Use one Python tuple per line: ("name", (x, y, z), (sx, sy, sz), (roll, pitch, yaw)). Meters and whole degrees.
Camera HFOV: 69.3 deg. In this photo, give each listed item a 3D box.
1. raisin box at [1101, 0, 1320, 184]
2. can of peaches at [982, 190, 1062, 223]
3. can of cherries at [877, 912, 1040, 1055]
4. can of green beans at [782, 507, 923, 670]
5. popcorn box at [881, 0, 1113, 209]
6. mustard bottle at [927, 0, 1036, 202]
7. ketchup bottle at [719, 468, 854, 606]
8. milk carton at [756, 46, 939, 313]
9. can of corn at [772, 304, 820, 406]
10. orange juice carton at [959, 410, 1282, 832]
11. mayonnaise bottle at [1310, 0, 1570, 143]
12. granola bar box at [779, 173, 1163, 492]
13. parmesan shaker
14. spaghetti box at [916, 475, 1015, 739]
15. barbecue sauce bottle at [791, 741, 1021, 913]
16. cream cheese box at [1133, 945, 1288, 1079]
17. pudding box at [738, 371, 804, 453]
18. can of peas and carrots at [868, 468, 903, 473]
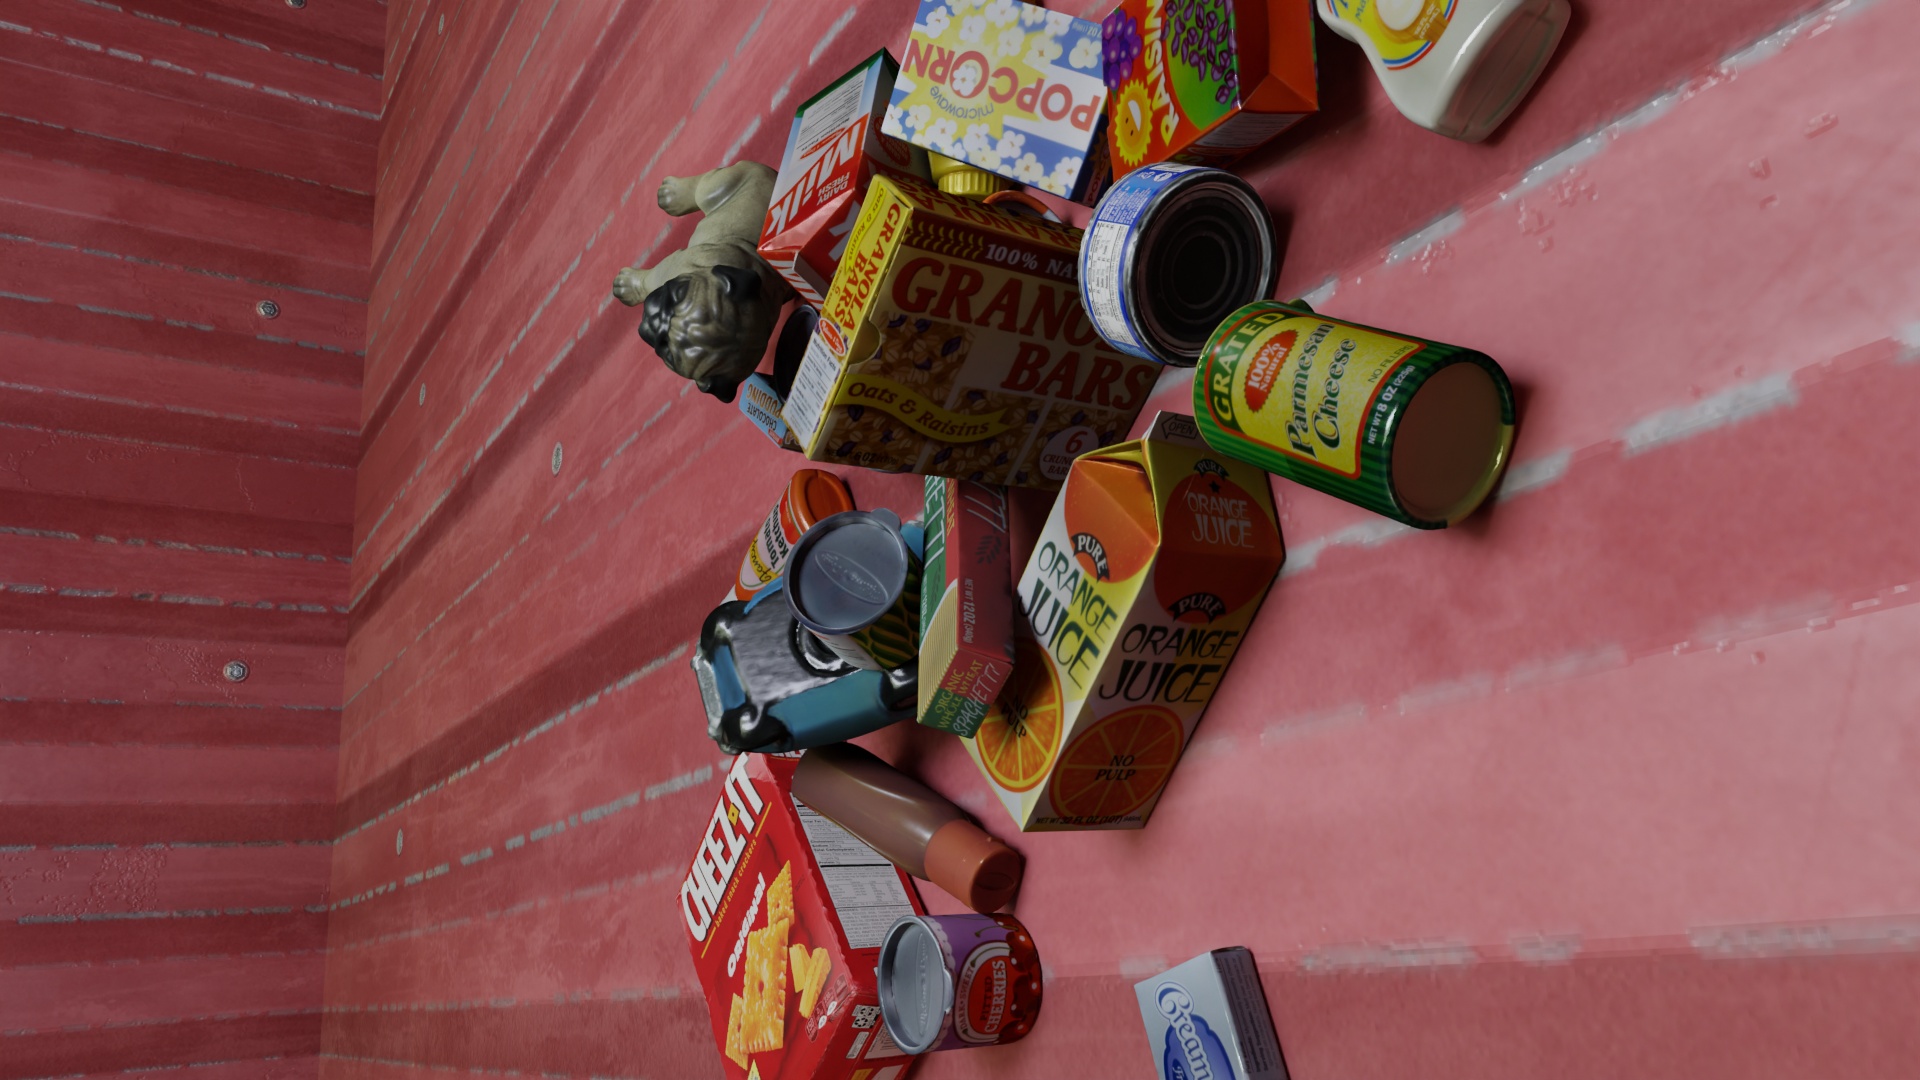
("raisin box", (0.104, -0.208, 0.606), (0.123, 0.040, 0.086), (173, 93, -73))
("can of peaches", (0.019, -0.142, 0.733), (0.058, 0.071, 0.071), (-29, 60, 50))
("can of cherries", (0.000, 0.223, 0.700), (0.071, 0.058, 0.071), (-19, 67, 54))
("can of green beans", (-0.049, 0.026, 0.705), (0.071, 0.057, 0.071), (-7, 64, 15))
("popcorn box", (0.028, -0.232, 0.719), (0.127, 0.038, 0.085), (27, 107, 27))
("mustard bottle", (0.009, -0.239, 0.787), (0.065, 0.049, 0.160), (-2, 83, 52))
("ketchup bottle", (-0.122, 0.018, 0.944), (0.148, 0.043, 0.065), (-49, 46, 41))
("milk carton", (-0.058, -0.189, 0.788), (0.073, 0.072, 0.191), (-25, 39, 29))
("can of corn", (-0.079, -0.110, 0.889), (0.071, 0.058, 0.071), (-16, 70, 55))
("orange juice carton", (0.074, 0.032, 0.611), (0.073, 0.072, 0.191), (51, 126, 48))
("mayonnaise bottle", (0.170, -0.218, 0.541), (0.064, 0.041, 0.149), (-61, 38, 35))
("granola bar box", (0.016, -0.087, 0.638), (0.039, 0.166, 0.123), (54, 128, 44))
("parmesan shaker", (0.147, -0.052, 0.522), (0.103, 0.071, 0.071), (30, 109, 55))
("spaghetti box", (0.002, -0.009, 0.689), (0.251, 0.029, 0.050), (-90, 22, -53))
("barbecue sauce bottle", (-0.028, 0.155, 0.758), (0.148, 0.065, 0.043), (21, 90, 48))
("cream cheese box", (0.108, 0.224, 0.565), (0.053, 0.024, 0.104), (-44, 49, 42))
("pudding box", (-0.113, -0.086, 0.945), (0.084, 0.050, 0.030), (42, 117, 52))
("can of peas and carrots", (-0.045, -0.083, 0.825), (0.058, 0.071, 0.071), (-61, 38, 29))
